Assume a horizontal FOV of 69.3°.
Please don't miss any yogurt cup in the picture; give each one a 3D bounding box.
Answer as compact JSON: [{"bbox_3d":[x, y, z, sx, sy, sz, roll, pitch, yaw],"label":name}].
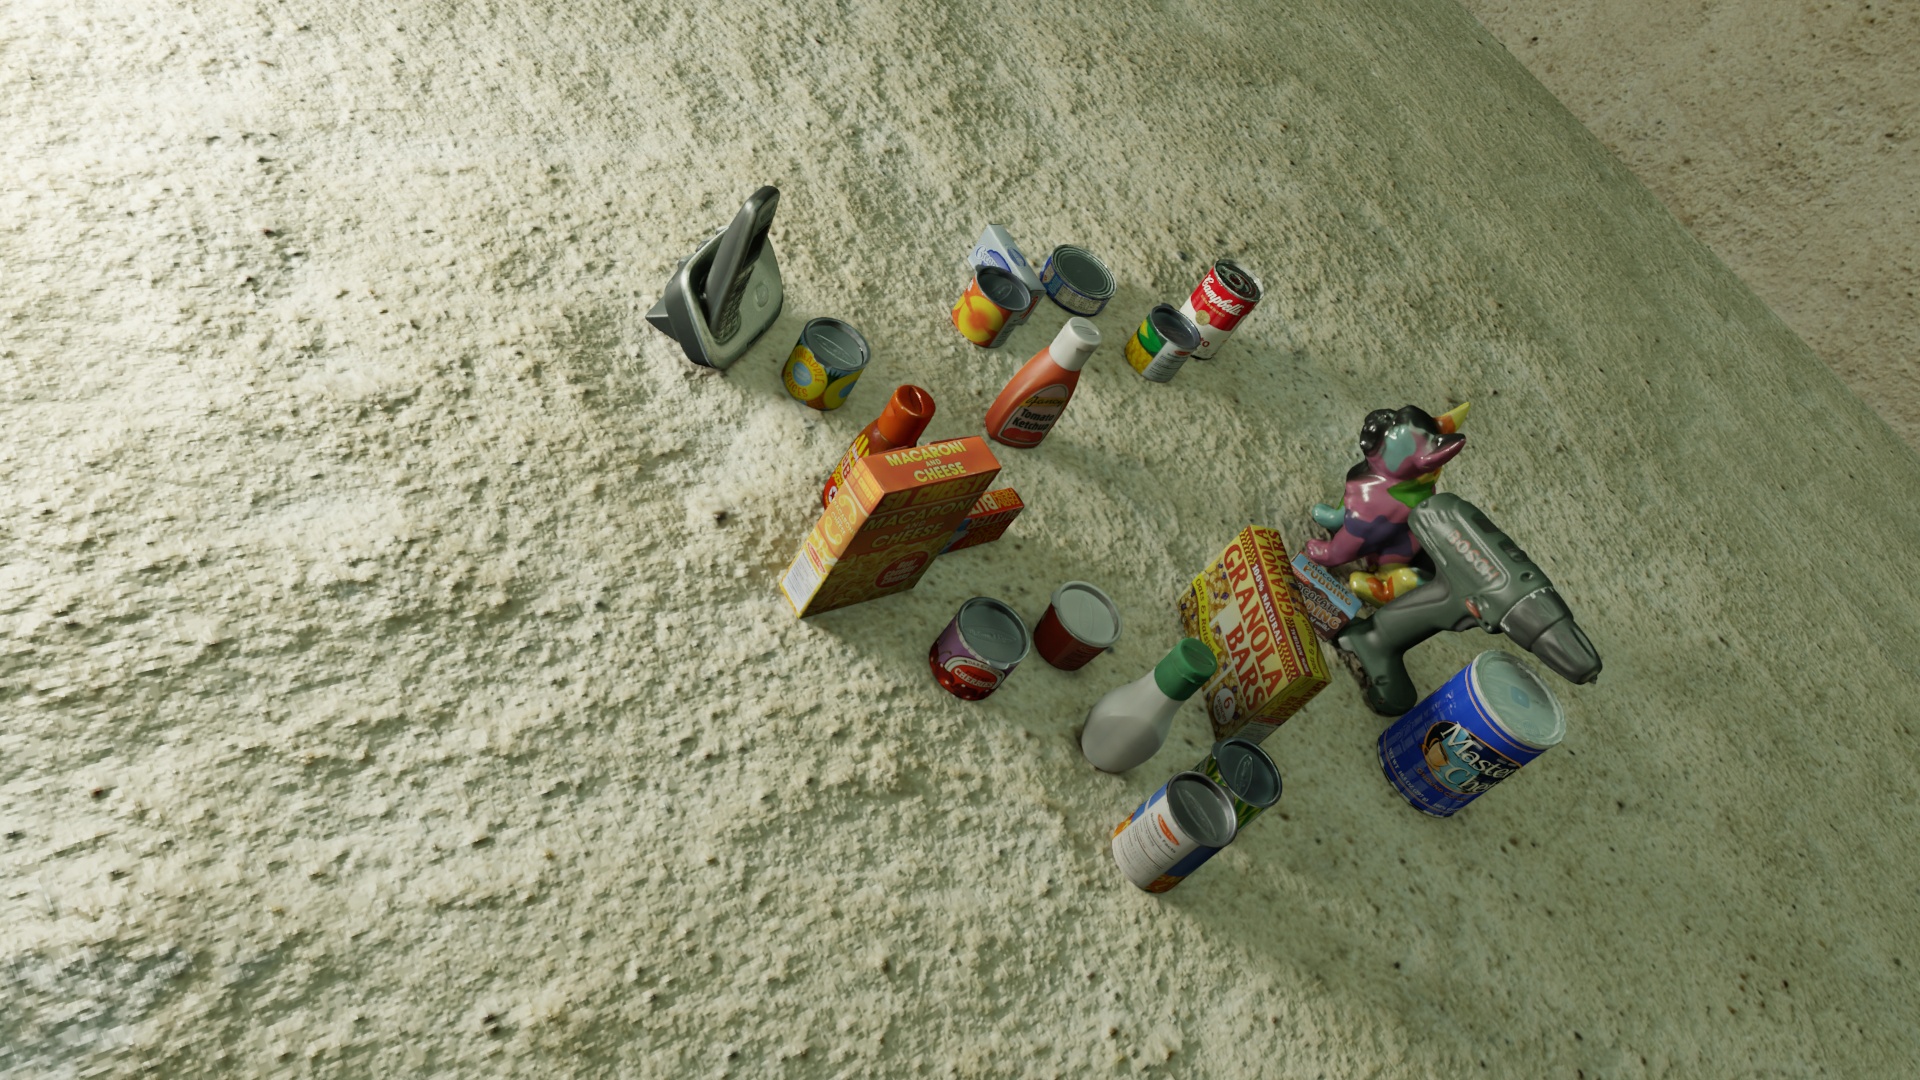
[{"bbox_3d":[0.100,0.077,1.213,0.072,0.053,0.073,18,45,-19],"label":"yogurt cup"}]

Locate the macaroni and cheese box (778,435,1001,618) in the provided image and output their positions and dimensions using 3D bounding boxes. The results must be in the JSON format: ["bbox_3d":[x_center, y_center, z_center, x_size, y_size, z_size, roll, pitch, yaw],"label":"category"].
[{"bbox_3d":[-0.058,-0.011,1.103,0.124,0.165,0.040,-14,62,-41],"label":"macaroni and cheese box"}]

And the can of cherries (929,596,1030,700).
[{"bbox_3d":[0.015,0.091,1.140,0.071,0.058,0.072,18,45,-19],"label":"can of cherries"}]

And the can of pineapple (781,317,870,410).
[{"bbox_3d":[-0.125,-0.161,1.274,0.071,0.057,0.071,18,45,-19],"label":"can of pineapple"}]

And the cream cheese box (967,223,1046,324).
[{"bbox_3d":[0.049,-0.289,1.508,0.024,0.053,0.104,-9,58,-39],"label":"cream cheese box"}]

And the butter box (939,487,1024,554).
[{"bbox_3d":[0.004,-0.015,1.233,0.104,0.052,0.024,-14,62,-41],"label":"butter box"}]

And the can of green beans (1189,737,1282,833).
[{"bbox_3d":[0.228,0.209,1.176,0.071,0.057,0.071,18,45,-19],"label":"can of green beans"}]

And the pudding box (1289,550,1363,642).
[{"bbox_3d":[0.358,0.056,1.406,0.084,0.049,0.030,43,42,7],"label":"pudding box"}]

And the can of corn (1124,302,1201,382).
[{"bbox_3d":[0.226,-0.222,1.562,0.071,0.058,0.071,18,45,-19],"label":"can of corn"}]

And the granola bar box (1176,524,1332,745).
[{"bbox_3d":[0.261,0.087,1.258,0.039,0.123,0.166,11,48,-26],"label":"granola bar box"}]

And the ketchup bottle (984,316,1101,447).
[{"bbox_3d":[0.083,-0.152,1.336,0.065,0.148,0.044,7,49,-29],"label":"ketchup bottle"}]

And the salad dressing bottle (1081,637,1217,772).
[{"bbox_3d":[0.153,0.134,1.127,0.064,0.147,0.044,31,42,-7],"label":"salad dressing bottle"}]

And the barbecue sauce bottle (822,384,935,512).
[{"bbox_3d":[-0.068,-0.068,1.161,0.044,0.147,0.065,5,51,-31],"label":"barbecue sauce bottle"}]

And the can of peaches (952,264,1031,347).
[{"bbox_3d":[0.031,-0.246,1.453,0.071,0.057,0.071,18,45,-19],"label":"can of peaches"}]

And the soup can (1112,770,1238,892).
[{"bbox_3d":[0.171,0.231,1.100,0.071,0.083,0.072,18,45,-19],"label":"soup can"}]
